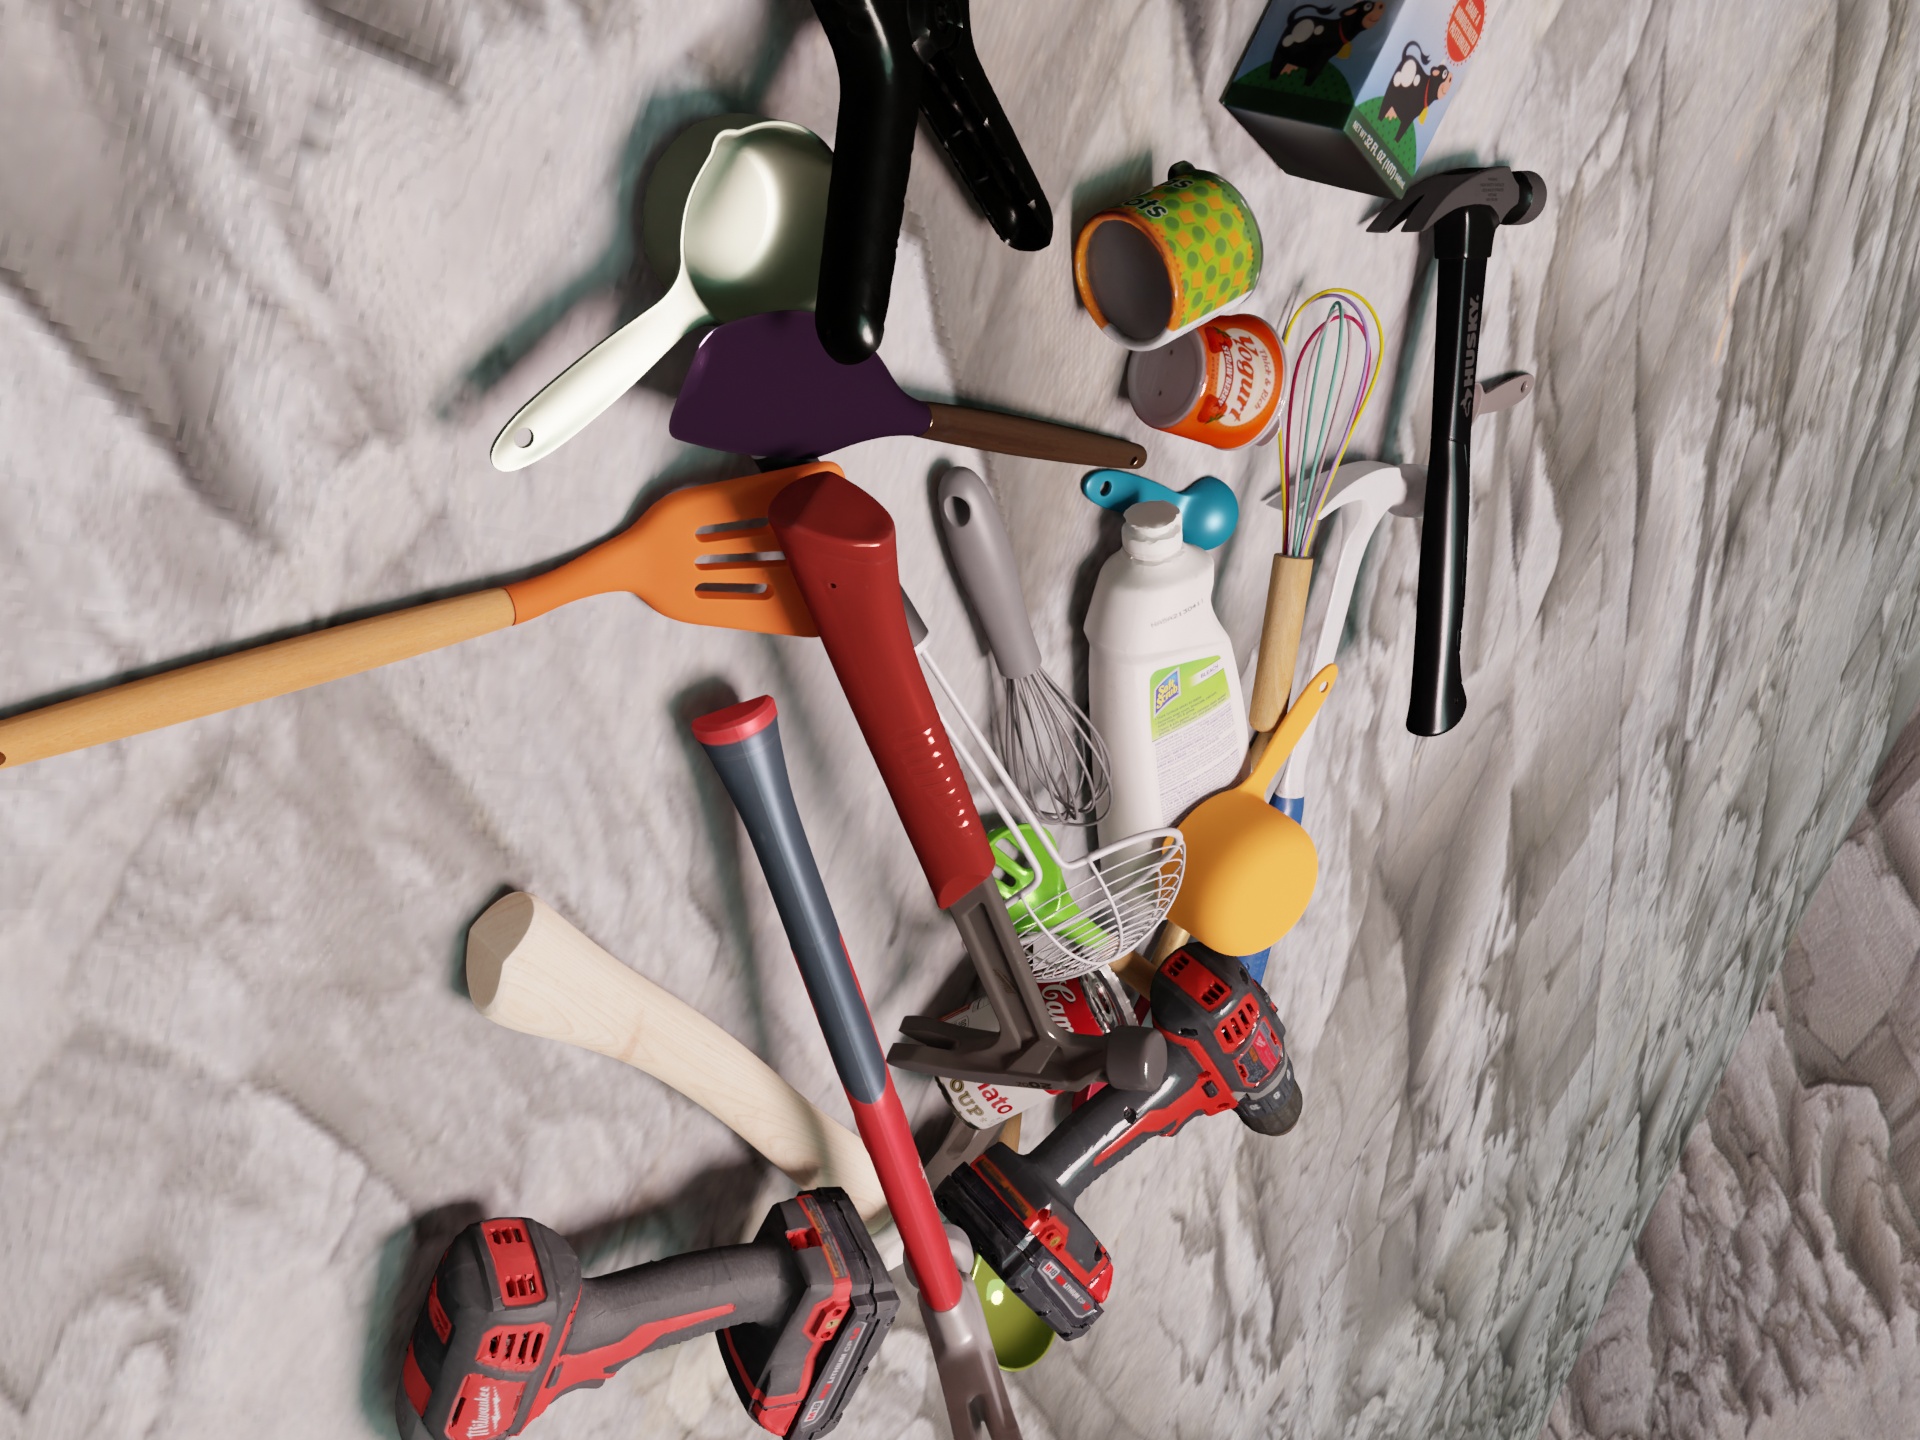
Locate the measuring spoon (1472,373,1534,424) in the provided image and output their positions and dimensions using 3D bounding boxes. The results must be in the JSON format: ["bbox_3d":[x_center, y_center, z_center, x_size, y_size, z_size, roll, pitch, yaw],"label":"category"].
[{"bbox_3d":[0.346,-0.213,1.043,0.124,0.018,0.034,-24,130,-45],"label":"measuring spoon"}]

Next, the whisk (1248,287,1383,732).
[{"bbox_3d":[0.190,-0.111,0.872,0.047,0.051,0.245,3,105,-13],"label":"whisk"}]

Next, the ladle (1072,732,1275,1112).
[{"bbox_3d":[0.142,0.138,1.036,0.069,0.031,0.315,14,101,-61],"label":"ladle"}]

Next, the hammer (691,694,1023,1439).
[{"bbox_3d":[-0.044,0.168,0.737,0.038,0.143,0.386,-19,116,-4],"label":"hammer"}]

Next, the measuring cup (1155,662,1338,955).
[{"bbox_3d":[0.179,0.052,0.887,0.095,0.052,0.173,21,102,-44],"label":"measuring cup"}]

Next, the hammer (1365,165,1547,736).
[{"bbox_3d":[0.288,-0.152,0.945,0.146,0.035,0.334,-18,114,-42],"label":"hammer"}]

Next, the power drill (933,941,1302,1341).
[{"bbox_3d":[0.112,0.255,0.952,0.227,0.080,0.187,-44,135,-10],"label":"power drill"}]

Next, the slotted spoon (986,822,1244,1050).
[{"bbox_3d":[0.094,0.143,0.942,0.313,0.031,0.070,39,85,-39],"label":"slotted spoon"}]

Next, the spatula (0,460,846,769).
[{"bbox_3d":[-0.180,-0.031,0.565,0.322,0.041,0.081,-22,133,-36],"label":"spatula"}]

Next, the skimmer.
[{"bbox_3d":[-0.001,-0.002,0.752,0.127,0.090,0.363,-29,121,6],"label":"skimmer"}]

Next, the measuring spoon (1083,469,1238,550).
[{"bbox_3d":[0.111,-0.113,0.842,0.128,0.021,0.042,4,111,-48],"label":"measuring spoon"}]

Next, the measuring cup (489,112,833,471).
[{"bbox_3d":[-0.111,-0.150,0.567,0.167,0.038,0.083,-45,140,-14],"label":"measuring cup"}]

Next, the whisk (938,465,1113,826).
[{"bbox_3d":[0.032,-0.029,0.794,0.055,0.055,0.238,-41,135,-21],"label":"whisk"}]

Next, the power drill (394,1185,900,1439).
[{"bbox_3d":[-0.152,0.295,0.754,0.219,0.079,0.143,7,120,-35],"label":"power drill"}]

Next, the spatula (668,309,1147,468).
[{"bbox_3d":[-0.002,-0.129,0.685,0.315,0.018,0.059,-3,127,-54],"label":"spatula"}]

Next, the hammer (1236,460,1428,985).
[{"bbox_3d":[0.206,0.036,1.004,0.144,0.035,0.405,-7,114,-45],"label":"hammer"}]

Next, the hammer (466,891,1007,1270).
[{"bbox_3d":[-0.098,0.183,0.797,0.146,0.038,0.410,-51,141,-12],"label":"hammer"}]

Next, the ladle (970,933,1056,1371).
[{"bbox_3d":[0.037,0.273,0.988,0.078,0.062,0.320,-23,127,-41],"label":"ladle"}]

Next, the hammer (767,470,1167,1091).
[{"bbox_3d":[-0.016,0.047,0.710,0.037,0.149,0.358,-64,145,-41],"label":"hammer"}]
